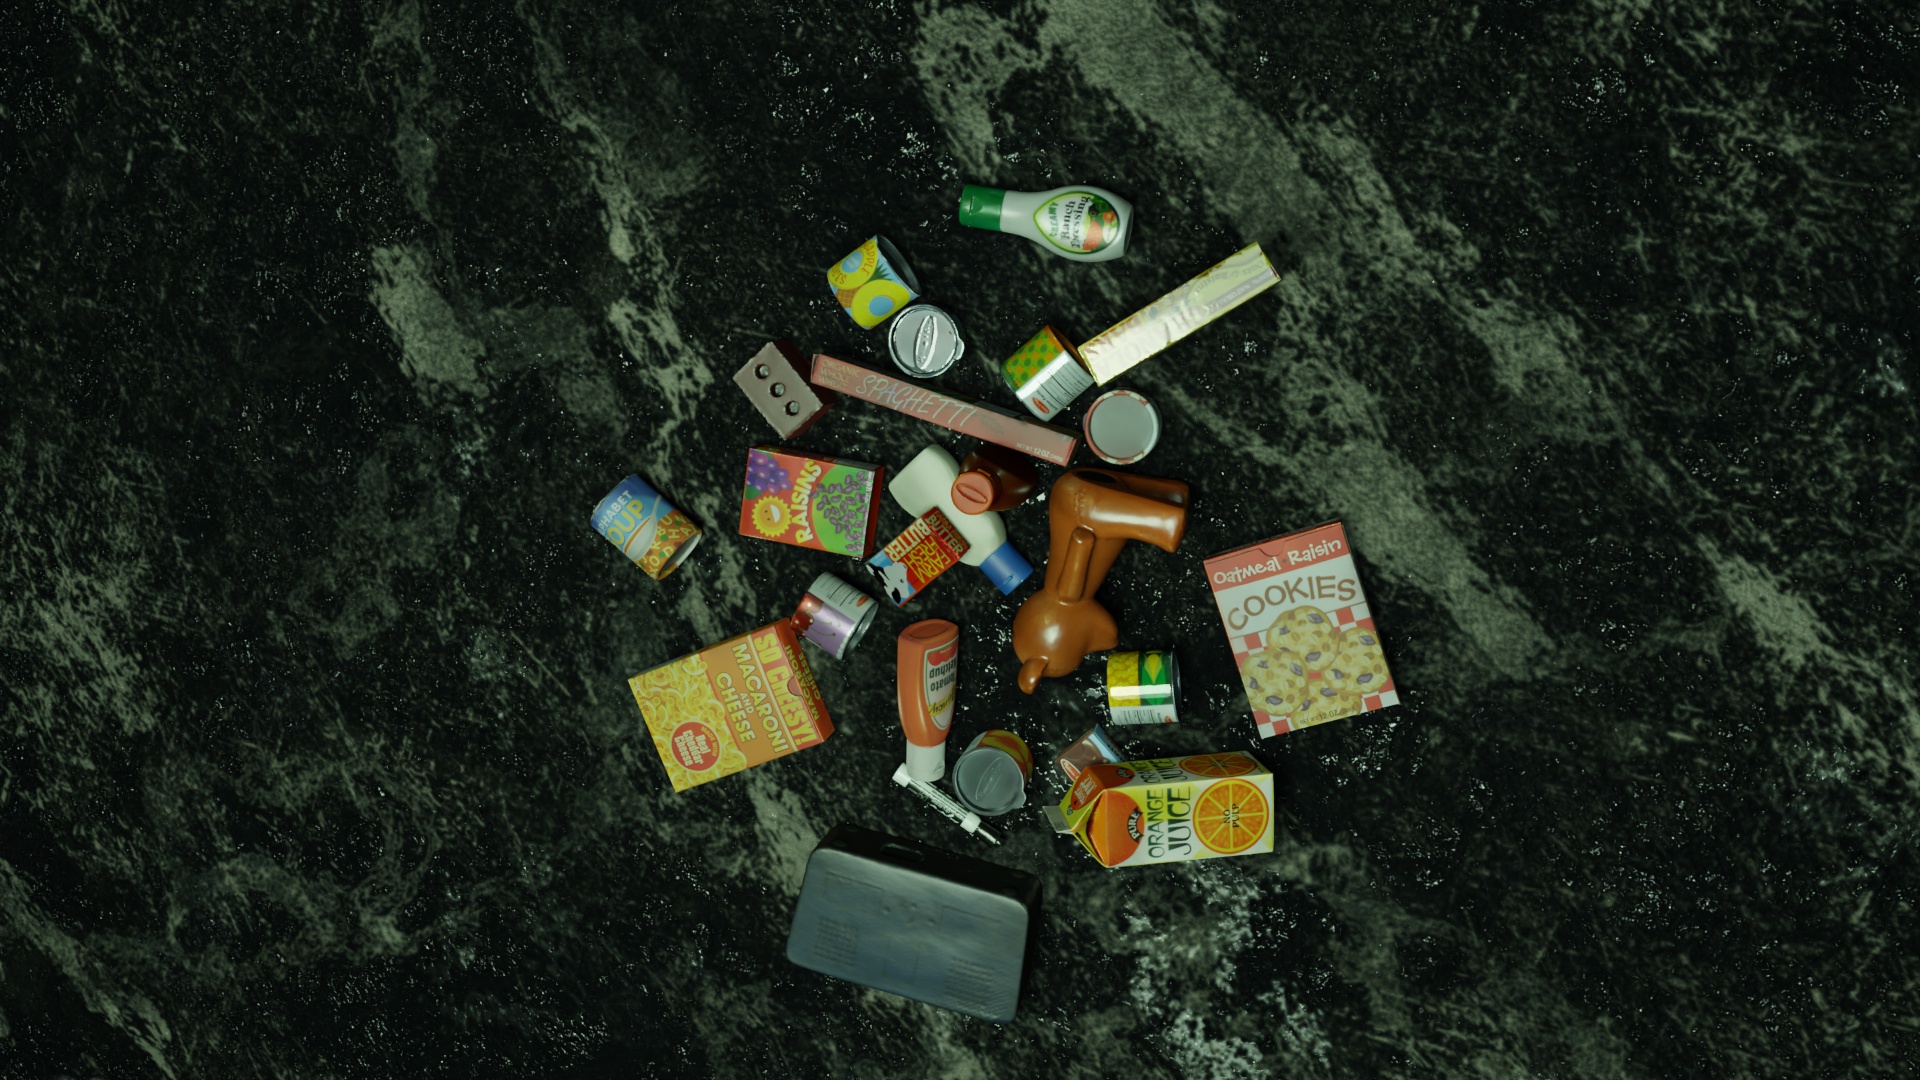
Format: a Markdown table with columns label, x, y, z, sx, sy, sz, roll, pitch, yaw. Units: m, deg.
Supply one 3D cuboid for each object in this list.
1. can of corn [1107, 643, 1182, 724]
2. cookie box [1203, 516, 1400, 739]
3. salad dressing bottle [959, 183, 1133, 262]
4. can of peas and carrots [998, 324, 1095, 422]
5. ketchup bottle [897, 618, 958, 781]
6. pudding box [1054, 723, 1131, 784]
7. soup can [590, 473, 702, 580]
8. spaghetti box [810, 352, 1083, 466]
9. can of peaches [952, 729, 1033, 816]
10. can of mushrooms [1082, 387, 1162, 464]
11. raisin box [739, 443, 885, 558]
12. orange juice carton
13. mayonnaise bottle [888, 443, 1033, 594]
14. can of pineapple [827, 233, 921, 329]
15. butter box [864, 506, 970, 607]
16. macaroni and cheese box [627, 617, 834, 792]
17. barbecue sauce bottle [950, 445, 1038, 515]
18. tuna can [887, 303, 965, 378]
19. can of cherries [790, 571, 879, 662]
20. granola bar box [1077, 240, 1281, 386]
| label | x | y | z | sx | sy | sz | roll | pitch | yaw |
| --- | --- | --- | --- | --- | --- | --- | --- | --- | --- |
| can of corn | 0.165 | 0.128 | 1.242 | 0.058 | 0.071 | 0.071 | -5 | 98 | 14 |
| cookie box | 0.298 | 0.076 | 1.214 | 0.123 | 0.040 | 0.167 | -18 | 95 | 15 |
| salad dressing bottle | 0.074 | -0.280 | 1.205 | 0.148 | 0.044 | 0.064 | 12 | 103 | 11 |
| can of peas and carrots | 0.076 | -0.148 | 1.217 | 0.058 | 0.071 | 0.071 | -40 | 89 | 16 |
| ketchup bottle | -0.031 | 0.151 | 1.294 | 0.043 | 0.065 | 0.148 | 15 | 113 | 34 |
| pudding box | 0.133 | 0.216 | 1.281 | 0.049 | 0.030 | 0.084 | -43 | 88 | 17 |
| soup can | -0.300 | -0.012 | 1.321 | 0.084 | 0.071 | 0.071 | 40 | 106 | 4 |
| spaghetti box | -0.014 | -0.120 | 1.249 | 0.250 | 0.050 | 0.028 | 19 | 102 | 10 |
| can of peaches | 0.033 | 0.216 | 1.289 | 0.071 | 0.058 | 0.071 | 2 | 99 | 12 |
| can of mushrooms | 0.141 | -0.101 | 1.225 | 0.071 | 0.033 | 0.071 | 2 | 101 | 12 |
| raisin box | -0.139 | -0.038 | 1.297 | 0.123 | 0.040 | 0.086 | 11 | 102 | 10 |
| orange juice carton | 0.172 | 0.237 | 1.222 | 0.193 | 0.072 | 0.073 | -4 | 98 | -7 |
| mayonnaise bottle | 0.005 | -0.016 | 1.267 | 0.148 | 0.041 | 0.064 | 48 | 114 | 1 |
| can of pineapple | -0.078 | -0.231 | 1.235 | 0.058 | 0.071 | 0.071 | -33 | 91 | 16 |
| butter box | -0.040 | 0.016 | 1.268 | 0.053 | 0.024 | 0.103 | 51 | 134 | 0 |
| macaroni and cheese box | -0.222 | 0.161 | 1.348 | 0.166 | 0.040 | 0.123 | -21 | 95 | 16 |
| barbecue sauce bottle | 0.025 | -0.051 | 1.200 | 0.065 | 0.149 | 0.043 | 29 | 104 | 6 |
| tuna can | -0.027 | -0.179 | 1.251 | 0.071 | 0.033 | 0.071 | 2 | 100 | 13 |
| can of cherries | -0.119 | 0.072 | 1.296 | 0.058 | 0.071 | 0.071 | 31 | 105 | 7 |
| granola bar box | 0.184 | -0.189 | 1.153 | 0.165 | 0.124 | 0.039 | -30 | 92 | 16 |
